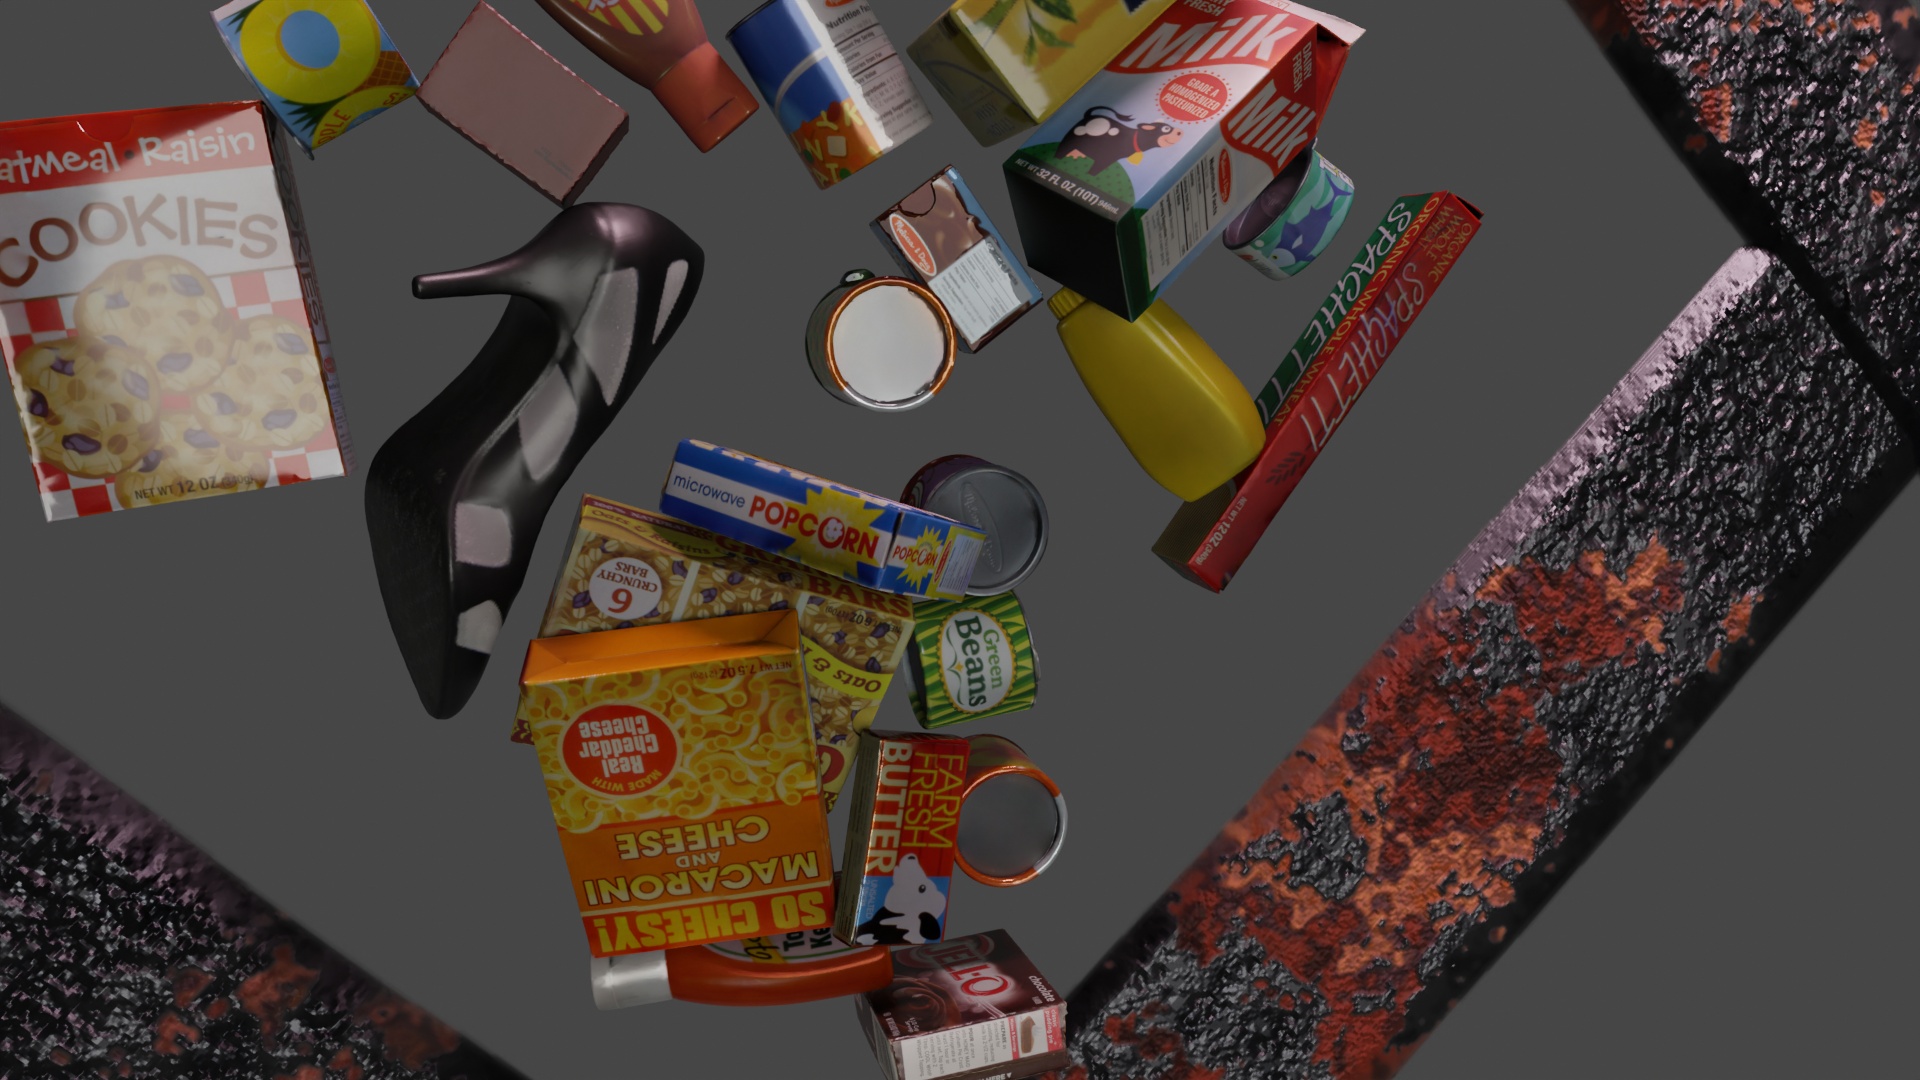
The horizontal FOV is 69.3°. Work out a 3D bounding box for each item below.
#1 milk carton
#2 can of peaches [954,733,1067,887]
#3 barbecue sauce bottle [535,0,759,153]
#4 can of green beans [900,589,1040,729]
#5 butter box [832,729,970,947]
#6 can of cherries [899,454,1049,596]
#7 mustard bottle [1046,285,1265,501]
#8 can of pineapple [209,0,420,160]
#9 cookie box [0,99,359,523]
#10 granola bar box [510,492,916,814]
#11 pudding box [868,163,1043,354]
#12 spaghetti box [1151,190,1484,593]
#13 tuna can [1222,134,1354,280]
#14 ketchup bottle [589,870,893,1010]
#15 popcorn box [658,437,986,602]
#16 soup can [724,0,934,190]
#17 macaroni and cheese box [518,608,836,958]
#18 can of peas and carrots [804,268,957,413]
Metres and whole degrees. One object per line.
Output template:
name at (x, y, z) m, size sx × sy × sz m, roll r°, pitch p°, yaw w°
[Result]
milk carton at (0.113, -0.204, 0.679) m, size 0.191 × 0.072 × 0.073 m, roll -46°, pitch 150°, yaw -15°
can of peaches at (0.015, 0.142, 0.736) m, size 0.071 × 0.058 × 0.071 m, roll -2°, pitch 99°, yaw -15°
barbecue sauce bottle at (-0.155, -0.249, 0.641) m, size 0.065 × 0.044 × 0.148 m, roll -42°, pitch 106°, yaw -5°
can of green beans at (0.002, 0.060, 0.716) m, size 0.058 × 0.071 × 0.071 m, roll -10°, pitch 101°, yaw -13°
butter box at (-0.029, 0.146, 0.684) m, size 0.053 × 0.024 × 0.103 m, roll 10°, pitch 87°, yaw -33°
can of cherries at (0.003, -0.009, 0.710) m, size 0.071 × 0.058 × 0.071 m, roll -3°, pitch 100°, yaw -15°
mustard bottle at (0.091, -0.097, 0.720) m, size 0.065 × 0.049 × 0.160 m, roll -35°, pitch 96°, yaw 30°
can of pineapple at (-0.277, -0.210, 0.602) m, size 0.058 × 0.071 × 0.071 m, roll -33°, pitch 105°, yaw -8°
cookie box at (-0.350, -0.101, 0.611) m, size 0.123 × 0.040 × 0.167 m, roll -10°, pitch 101°, yaw -13°
granola bar box at (-0.120, 0.059, 0.677) m, size 0.165 × 0.039 × 0.123 m, roll 17°, pitch 114°, yaw -17°
pudding box at (-0.002, -0.142, 0.704) m, size 0.050 × 0.030 × 0.083 m, roll -39°, pitch 106°, yaw -5°
spaghetti box at (0.193, -0.084, 0.755) m, size 0.028 × 0.050 × 0.250 m, roll 36°, pitch 88°, yaw -18°
tuna can at (0.173, -0.174, 0.727) m, size 0.033 × 0.071 × 0.071 m, roll 32°, pitch 89°, yaw -18°
ketchup bottle at (-0.111, 0.210, 0.712) m, size 0.149 × 0.065 × 0.043 m, roll -8°, pitch 129°, yaw -7°
popcorn box at (-0.064, -0.009, 0.647) m, size 0.127 × 0.085 × 0.038 m, roll 18°, pitch 91°, yaw 26°
soup can at (-0.063, -0.218, 0.660) m, size 0.071 × 0.071 × 0.083 m, roll -34°, pitch 106°, yaw -8°
macaroni and cheese box at (-0.128, 0.118, 0.661) m, size 0.124 × 0.040 × 0.165 m, roll -6°, pitch 119°, yaw -4°
can of peas and carrots at (-0.040, -0.099, 0.685) m, size 0.071 × 0.059 × 0.071 m, roll -2°, pitch 99°, yaw -15°
